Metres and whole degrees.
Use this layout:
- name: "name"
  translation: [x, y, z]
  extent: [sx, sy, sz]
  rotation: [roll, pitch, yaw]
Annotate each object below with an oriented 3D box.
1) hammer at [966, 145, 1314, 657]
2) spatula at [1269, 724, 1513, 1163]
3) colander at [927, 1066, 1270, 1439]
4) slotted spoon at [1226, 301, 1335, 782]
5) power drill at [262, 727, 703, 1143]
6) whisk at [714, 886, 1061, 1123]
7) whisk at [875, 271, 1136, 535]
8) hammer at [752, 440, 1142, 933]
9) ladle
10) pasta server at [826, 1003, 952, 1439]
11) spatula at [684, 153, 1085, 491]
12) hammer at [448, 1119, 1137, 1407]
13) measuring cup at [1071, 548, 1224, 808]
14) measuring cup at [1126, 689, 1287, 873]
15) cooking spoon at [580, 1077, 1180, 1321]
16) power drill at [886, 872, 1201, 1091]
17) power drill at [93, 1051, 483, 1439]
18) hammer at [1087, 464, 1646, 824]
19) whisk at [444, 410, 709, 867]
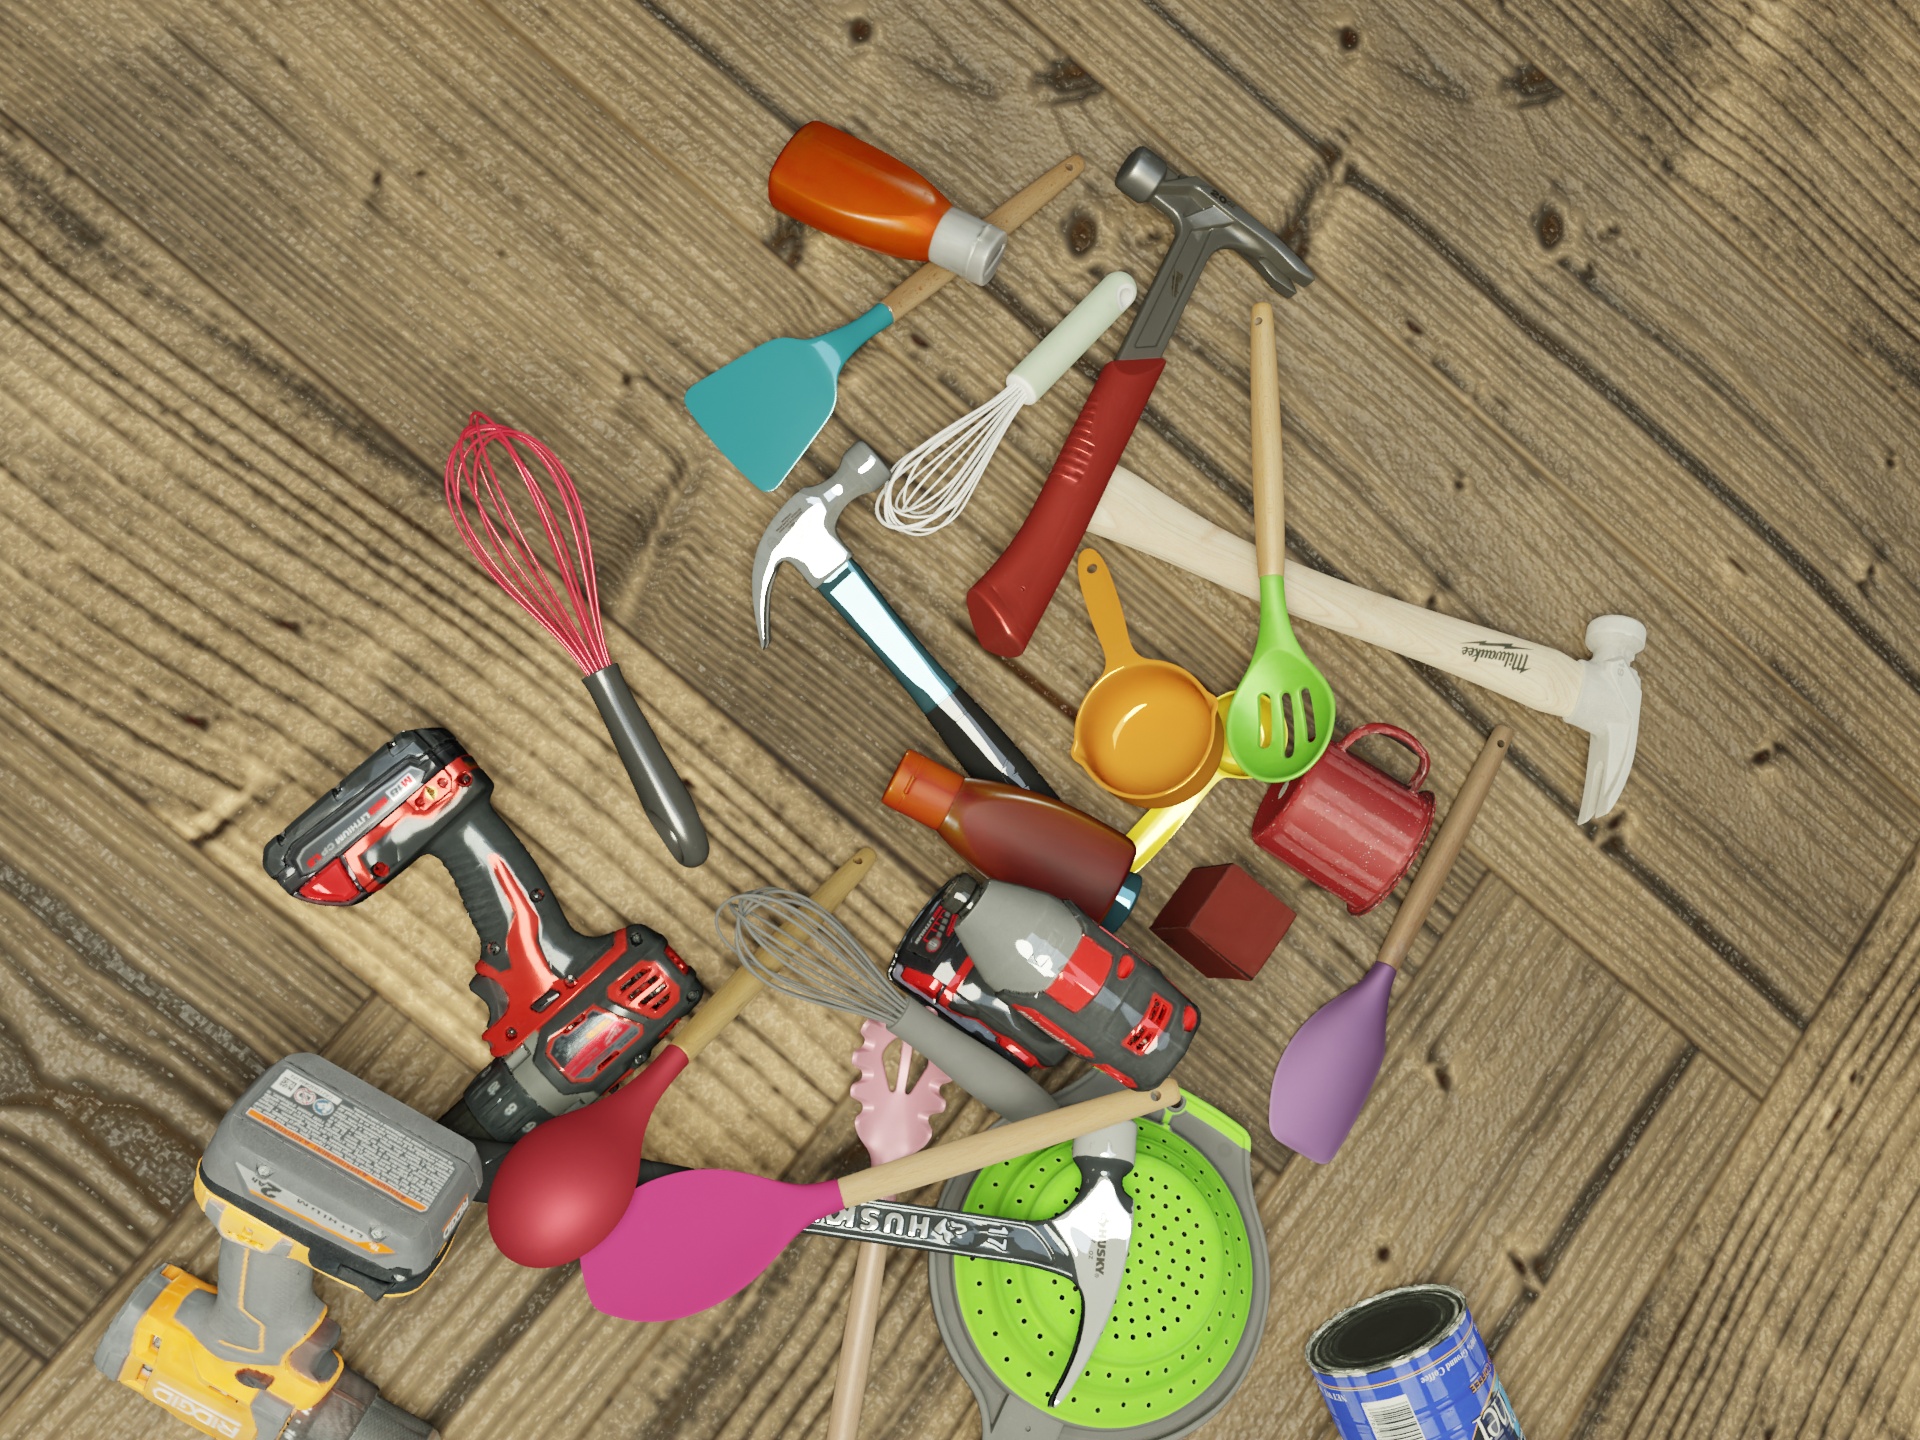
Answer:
- name: "hammer"
  translation: [0.103, -0.190, 1.000]
  extent: [0.149, 0.037, 0.359]
  rotation: [32, 68, -16]
- name: "spatula"
  translation: [0.286, 0.136, 1.033]
  extent: [0.060, 0.018, 0.316]
  rotation: [31, 77, 4]
- name: "colander"
  translation: [0.048, 0.371, 0.869]
  extent: [0.204, 0.094, 0.397]
  rotation: [27, 67, 6]
- name: "slotted spoon"
  translation: [0.196, -0.115, 0.997]
  extent: [0.070, 0.031, 0.314]
  rotation: [-7, 77, 31]
- name: "power drill"
  translation: [-0.281, 0.135, 0.884]
  extent: [0.188, 0.080, 0.226]
  rotation: [-42, 96, -8]
- name: "whisk"
  translation: [-0.035, 0.167, 0.888]
  extent: [0.239, 0.055, 0.055]
  rotation: [37, 76, -13]
- name: "whisk"
  translation: [0.033, -0.207, 1.020]
  extent: [0.246, 0.059, 0.057]
  rotation: [-48, 137, -18]
- name: "hammer"
  translation: [-0.002, -0.003, 0.971]
  extent: [0.128, 0.033, 0.331]
  rotation: [-40, 96, 6]
- name: "ladle"
  translation: [-0.136, 0.166, 0.868]
  extent: [0.069, 0.031, 0.315]
  rotation: [29, 46, 16]
- name: "pasta server"
  translation: [-0.054, 0.322, 0.923]
  extent: [0.060, 0.040, 0.316]
  rotation: [9, 81, 2]
- name: "spatula"
  translation: [-0.033, -0.274, 1.026]
  extent: [0.317, 0.044, 0.082]
  rotation: [-42, 91, -19]
- name: "hammer"
  translation: [-0.114, 0.258, 0.835]
  extent: [0.409, 0.036, 0.149]
  rotation: [8, 66, 0]
- name: "measuring cup"
  translation: [0.109, -0.026, 1.002]
  extent: [0.095, 0.052, 0.174]
  rotation: [-22, 66, 14]
- name: "measuring cup"
  translation: [0.145, 0.045, 1.018]
  extent: [0.062, 0.029, 0.156]
  rotation: [43, 88, 1]
- name: "cooking spoon"
  translation: [-0.037, 0.237, 0.820]
  extent: [0.319, 0.017, 0.069]
  rotation: [-15, 70, -9]
- name: "power drill"
  translation: [0.034, 0.137, 0.875]
  extent: [0.143, 0.219, 0.078]
  rotation: [37, 76, -5]
- name: "power drill"
  translation: [-0.319, 0.296, 0.802]
  extent: [0.185, 0.084, 0.226]
  rotation: [31, 116, -4]
- name: "hammer"
  translation: [0.256, -0.064, 1.039]
  extent: [0.410, 0.038, 0.146]
  rotation: [20, 67, -7]
- name: "whisk"
  translation: [-0.221, -0.046, 0.933]
  extent: [0.073, 0.073, 0.296]
  rotation: [-27, 93, -14]
